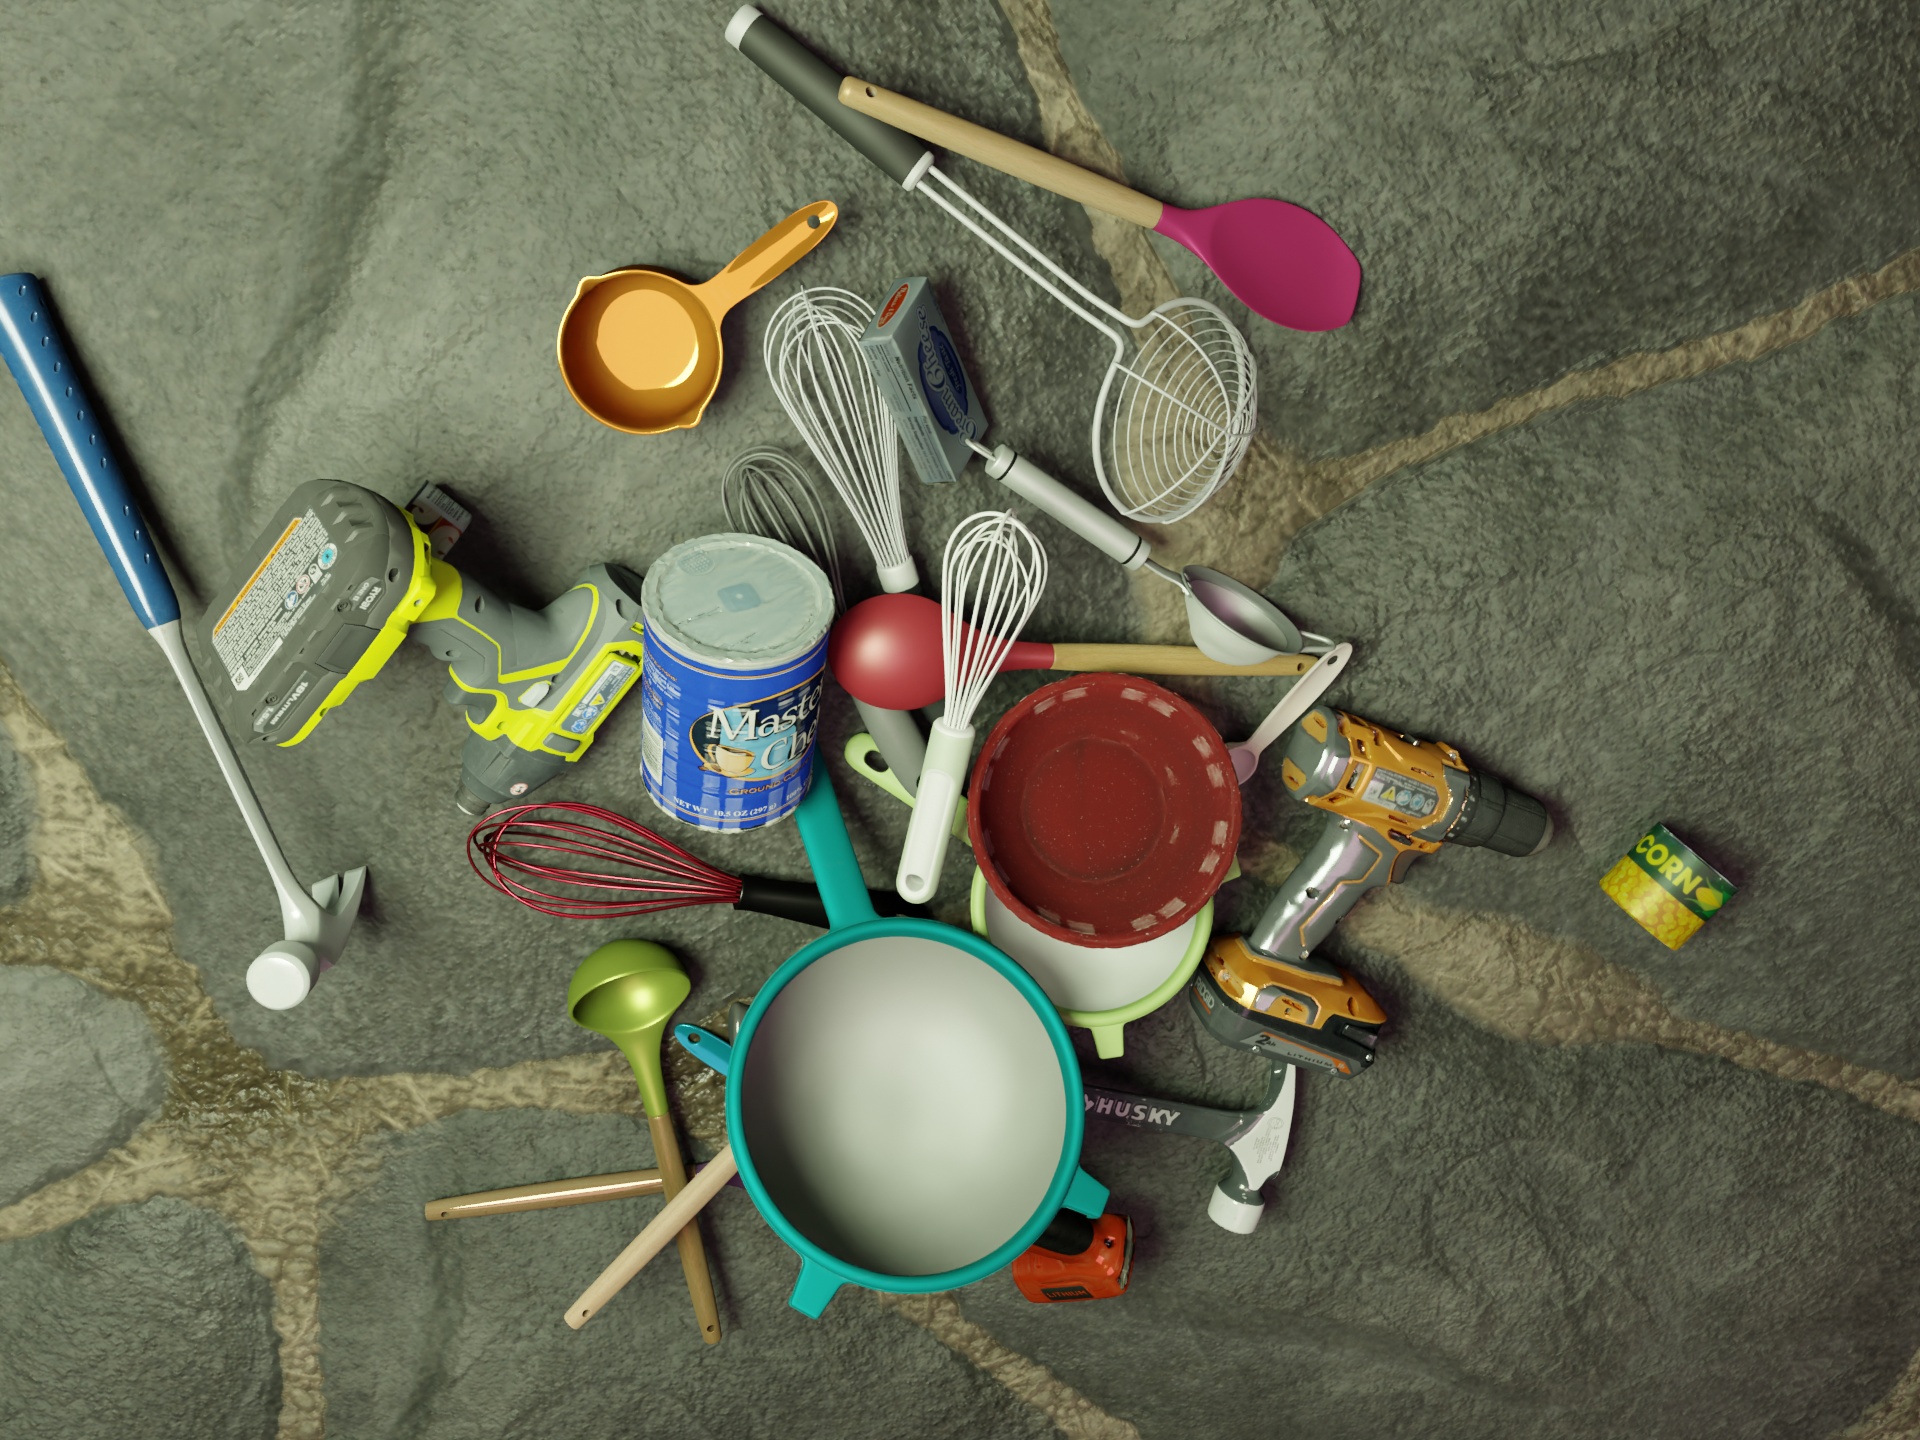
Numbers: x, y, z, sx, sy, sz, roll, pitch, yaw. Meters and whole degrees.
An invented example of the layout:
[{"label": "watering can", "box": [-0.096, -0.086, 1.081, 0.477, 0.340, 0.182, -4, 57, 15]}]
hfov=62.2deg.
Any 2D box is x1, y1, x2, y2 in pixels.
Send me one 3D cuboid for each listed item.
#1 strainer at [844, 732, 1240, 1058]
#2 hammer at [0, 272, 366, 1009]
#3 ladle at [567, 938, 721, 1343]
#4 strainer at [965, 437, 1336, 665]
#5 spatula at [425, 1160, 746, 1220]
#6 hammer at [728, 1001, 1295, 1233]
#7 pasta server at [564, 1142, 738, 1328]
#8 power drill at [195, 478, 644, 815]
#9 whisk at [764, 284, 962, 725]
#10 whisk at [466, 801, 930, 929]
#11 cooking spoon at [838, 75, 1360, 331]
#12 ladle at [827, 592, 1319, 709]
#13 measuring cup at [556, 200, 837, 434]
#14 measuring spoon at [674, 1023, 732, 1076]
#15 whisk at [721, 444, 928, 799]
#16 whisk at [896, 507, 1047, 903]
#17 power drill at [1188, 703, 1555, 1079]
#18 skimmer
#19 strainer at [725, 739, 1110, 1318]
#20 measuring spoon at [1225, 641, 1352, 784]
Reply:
[{"label": "strainer", "box": [0.036, 0.086, 1.011, 0.256, 0.069, 0.151, 34, 86, 1]}, {"label": "hammer", "box": [-0.436, -0.044, 0.884, 0.035, 0.144, 0.405, -20, 104, -1]}, {"label": "ladle", "box": [-0.193, 0.287, 1.052, 0.078, 0.062, 0.320, -13, 109, -13]}, {"label": "strainer", "box": [0.107, -0.092, 0.929, 0.258, 0.087, 0.050, 32, 115, -17]}, {"label": "spatula", "box": [-0.207, 0.319, 1.097, 0.316, 0.018, 0.059, -6, 113, -5]}, {"label": "hammer", "box": [0.042, 0.239, 1.051, 0.408, 0.036, 0.149, 15, 99, -19]}, {"label": "pasta server", "box": [-0.140, 0.281, 1.040, 0.316, 0.040, 0.060, -45, 111, -6]}, {"label": "power drill", "box": [-0.281, -0.029, 0.862, 0.171, 0.080, 0.223, -49, 148, 11]}, {"label": "whisk", "box": [-0.046, -0.113, 0.919, 0.070, 0.070, 0.284, -18, 118, 1]}, {"label": "whisk", "box": [-0.158, 0.103, 0.996, 0.295, 0.073, 0.073, 13, 110, -18]}, {"label": "cooking spoon", "box": [0.084, -0.283, 0.861, 0.318, 0.017, 0.069, 15, 85, -21]}, {"label": "ladle", "box": [0.077, -0.037, 0.951, 0.315, 0.031, 0.069, 1, 107, -20]}, {"label": "measuring cup", "box": [-0.139, -0.229, 0.865, 0.173, 0.052, 0.095, -35, 111, 6]}, {"label": "measuring spoon", "box": [-0.137, 0.237, 1.076, 0.128, 0.021, 0.042, 34, 104, -8]}, {"label": "whisk", "box": [-0.069, -0.052, 0.936, 0.055, 0.055, 0.238, -27, 108, 5]}, {"label": "whisk", "box": [-0.001, -0.003, 0.894, 0.058, 0.059, 0.246, 18, 114, 9]}, {"label": "power drill", "box": [0.269, 0.117, 1.039, 0.185, 0.084, 0.226, 18, 105, -15]}, {"label": "skimmer", "box": [0.019, -0.252, 0.880, 0.363, 0.090, 0.127, 37, 80, -8]}, {"label": "strainer", "box": [-0.060, 0.173, 0.961, 0.211, 0.095, 0.341, -12, 70, -22]}, {"label": "measuring spoon", "box": [0.200, -0.006, 1.007, 0.034, 0.018, 0.124, 29, 110, -37]}]
